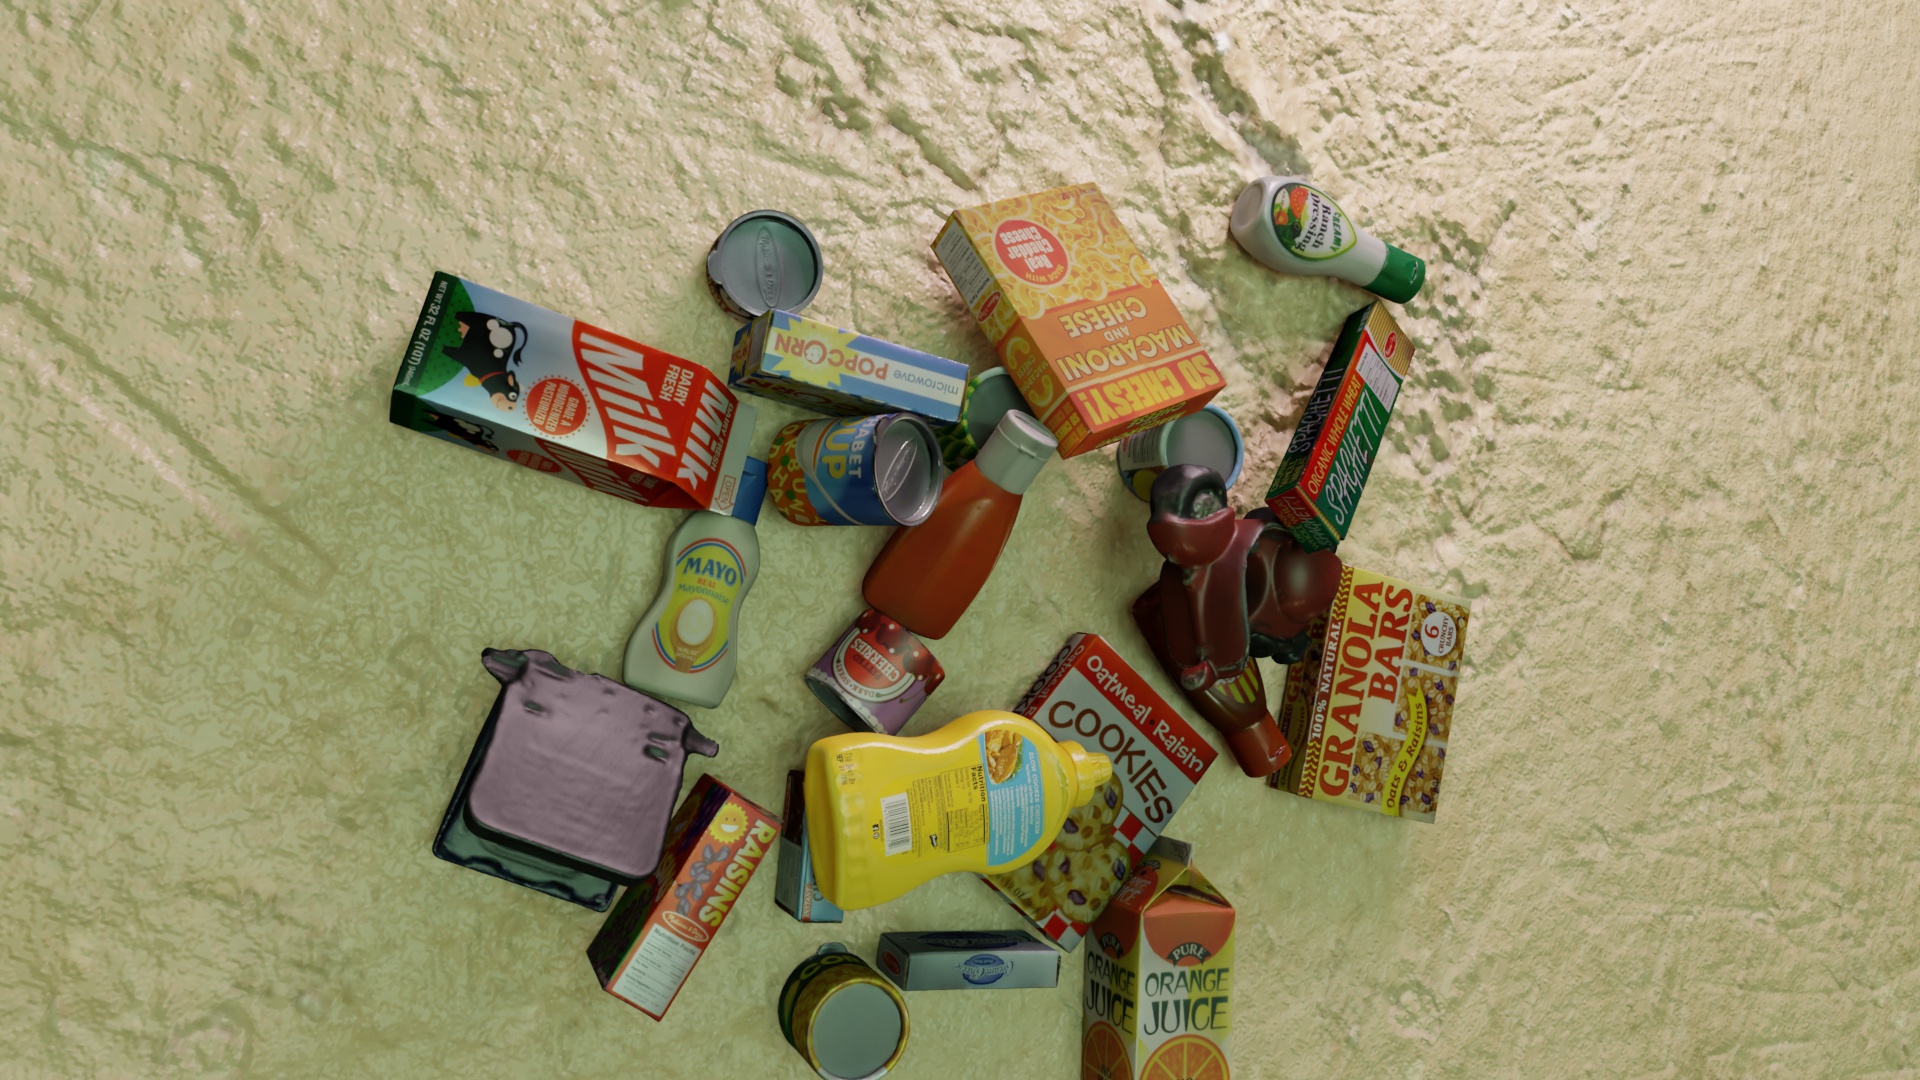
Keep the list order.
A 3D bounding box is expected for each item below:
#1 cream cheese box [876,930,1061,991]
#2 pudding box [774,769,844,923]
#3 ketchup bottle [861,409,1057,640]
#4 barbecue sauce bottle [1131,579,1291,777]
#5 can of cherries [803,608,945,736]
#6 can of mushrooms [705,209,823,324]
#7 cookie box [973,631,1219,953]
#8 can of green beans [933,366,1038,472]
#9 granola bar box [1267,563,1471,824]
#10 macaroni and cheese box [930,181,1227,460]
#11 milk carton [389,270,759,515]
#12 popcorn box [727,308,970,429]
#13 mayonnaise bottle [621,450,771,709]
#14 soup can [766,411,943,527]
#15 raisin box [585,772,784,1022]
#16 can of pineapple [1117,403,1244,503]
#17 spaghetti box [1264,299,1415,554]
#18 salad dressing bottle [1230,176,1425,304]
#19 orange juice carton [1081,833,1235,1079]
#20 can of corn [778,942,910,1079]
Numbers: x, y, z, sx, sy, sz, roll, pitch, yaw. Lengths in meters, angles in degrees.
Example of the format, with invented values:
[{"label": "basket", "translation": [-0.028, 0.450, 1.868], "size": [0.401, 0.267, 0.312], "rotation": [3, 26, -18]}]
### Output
[{"label": "cream cheese box", "translation": [0.005, 0.262, 0.868], "size": [0.104, 0.053, 0.024], "rotation": [6, 88, -22]}, {"label": "pudding box", "translation": [-0.088, 0.183, 0.835], "size": [0.030, 0.049, 0.083], "rotation": [7, 85, -23]}, {"label": "ketchup bottle", "translation": [0.003, -0.011, 0.845], "size": [0.064, 0.044, 0.148], "rotation": [30, 111, -17]}, {"label": "barbecue sauce bottle", "translation": [0.177, 0.092, 0.950], "size": [0.065, 0.043, 0.148], "rotation": [-36, 101, -28]}, {"label": "can of cherries", "translation": [-0.052, 0.083, 0.843], "size": [0.071, 0.071, 0.058], "rotation": [46, 73, -14]}, {"label": "can of mushrooms", "translation": [-0.122, -0.165, 0.845], "size": [0.071, 0.033, 0.071], "rotation": [1, 88, -23]}, {"label": "cookie box", "translation": [0.073, 0.161, 0.908], "size": [0.123, 0.040, 0.168], "rotation": [44, 74, -14]}, {"label": "can of green beans", "translation": [0.020, -0.075, 0.885], "size": [0.071, 0.058, 0.071], "rotation": [1, 88, -22]}, {"label": "granola bar box", "translation": [0.296, 0.110, 1.001], "size": [0.124, 0.039, 0.165], "rotation": [15, 82, -22]}, {"label": "macaroni and cheese box", "translation": [0.075, -0.142, 0.878], "size": [0.124, 0.040, 0.166], "rotation": [-21, 74, -35]}, {"label": "milk carton", "translation": [-0.210, -0.074, 0.777], "size": [0.190, 0.073, 0.072], "rotation": [18, 73, -19]}, {"label": "popcorn box", "translation": [-0.068, -0.099, 0.836], "size": [0.127, 0.085, 0.038], "rotation": [14, 84, -22]}, {"label": "mayonnaise bottle", "translation": [-0.150, 0.021, 0.820], "size": [0.065, 0.041, 0.148], "rotation": [18, 81, -13]}, {"label": "soup can", "translation": [-0.064, -0.043, 0.820], "size": [0.071, 0.083, 0.071], "rotation": [0, 90, -55]}, {"label": "raisin box", "translation": [-0.156, 0.198, 0.787], "size": [0.040, 0.086, 0.123], "rotation": [36, 75, -16]}, {"label": "can of pineapple", "translation": [0.150, -0.057, 0.938], "size": [0.071, 0.058, 0.071], "rotation": [1, 88, -22]}, {"label": "spaghetti box", "translation": [0.261, -0.083, 0.940], "size": [0.050, 0.028, 0.251], "rotation": [49, 44, -13]}, {"label": "salad dressing bottle", "translation": [0.267, -0.213, 1.000], "size": [0.148, 0.044, 0.064], "rotation": [18, 80, -21]}, {"label": "orange juice carton", "translation": [0.129, 0.289, 0.908], "size": [0.073, 0.071, 0.192], "rotation": [4, 87, -23]}, {"label": "can of corn", "translation": [-0.070, 0.284, 0.833], "size": [0.071, 0.058, 0.071], "rotation": [1, 88, -22]}]
